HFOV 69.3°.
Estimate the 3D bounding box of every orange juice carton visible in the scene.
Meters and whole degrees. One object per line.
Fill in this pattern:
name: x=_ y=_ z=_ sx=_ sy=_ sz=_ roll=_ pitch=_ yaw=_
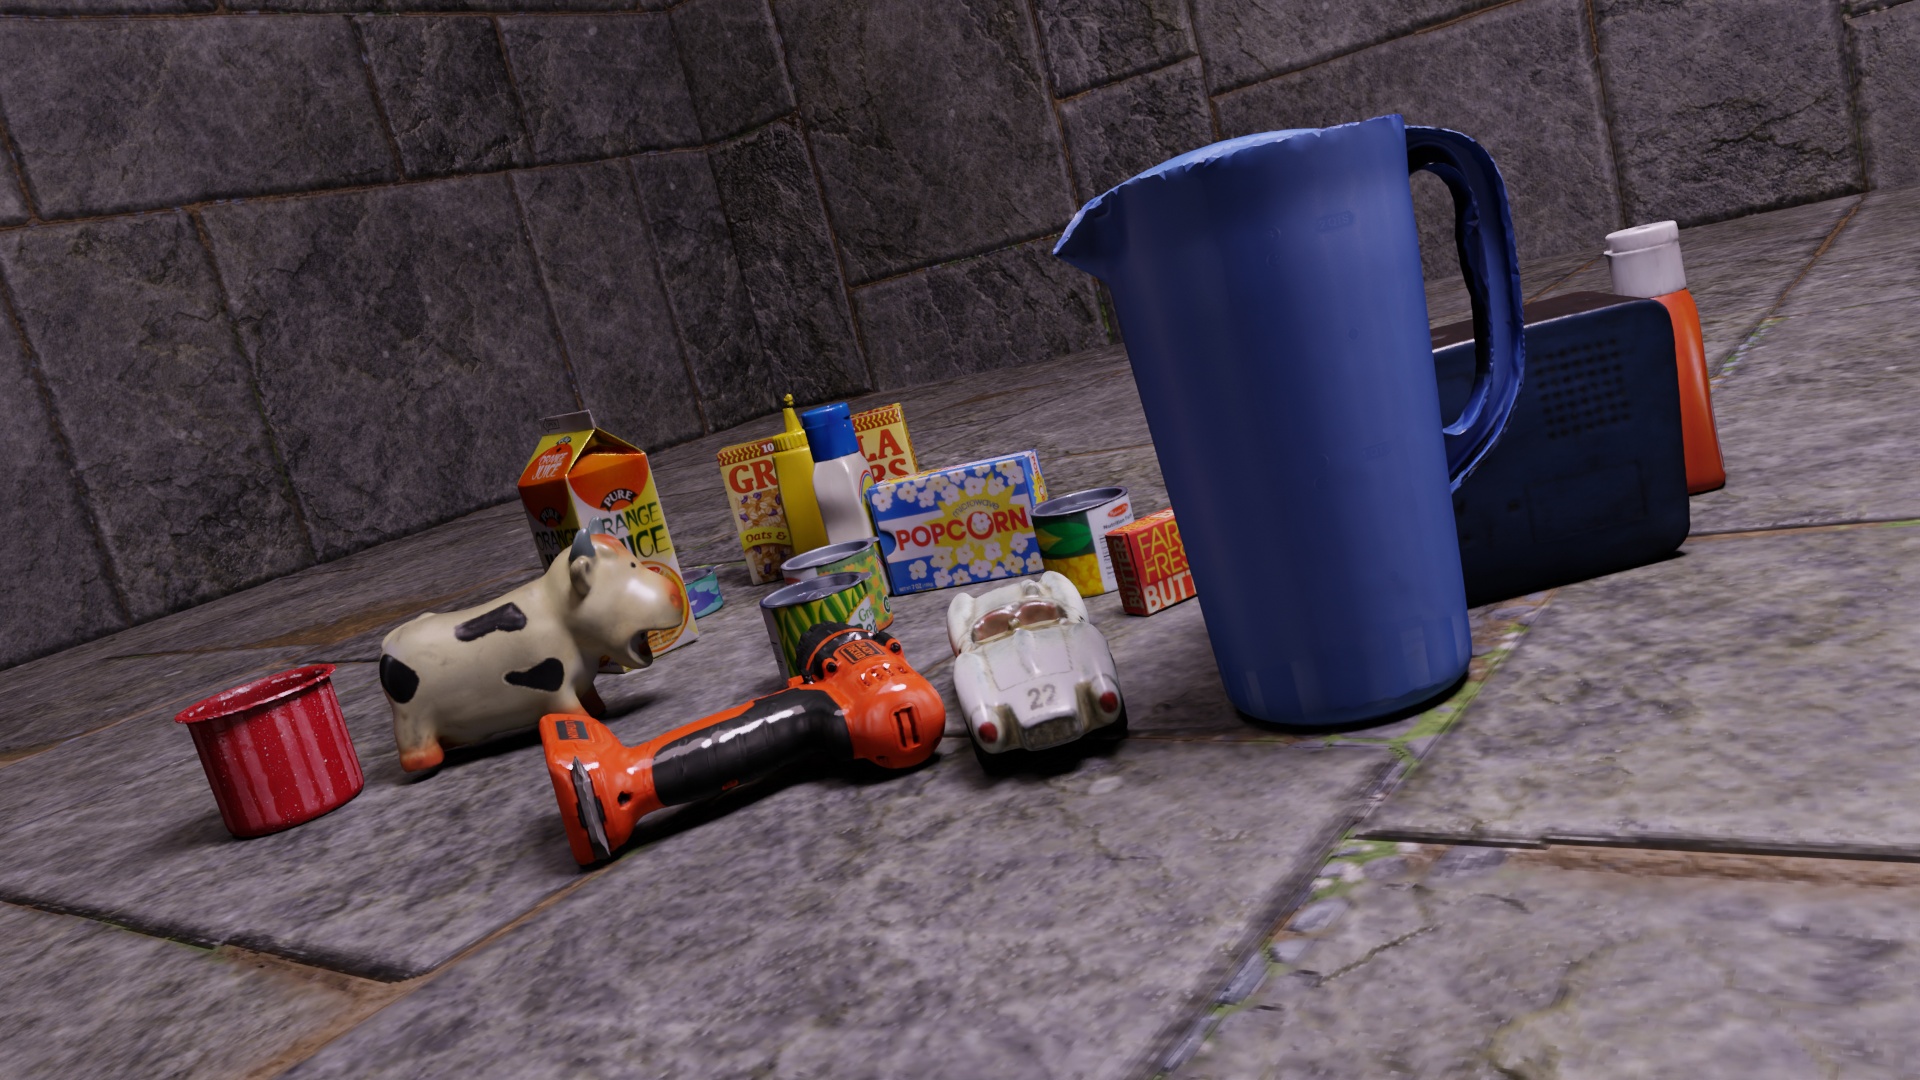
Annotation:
orange juice carton: x=-0.270 y=-0.003 z=1.046 sx=0.071 sy=0.192 sz=0.073 roll=-5 pitch=14 yaw=45

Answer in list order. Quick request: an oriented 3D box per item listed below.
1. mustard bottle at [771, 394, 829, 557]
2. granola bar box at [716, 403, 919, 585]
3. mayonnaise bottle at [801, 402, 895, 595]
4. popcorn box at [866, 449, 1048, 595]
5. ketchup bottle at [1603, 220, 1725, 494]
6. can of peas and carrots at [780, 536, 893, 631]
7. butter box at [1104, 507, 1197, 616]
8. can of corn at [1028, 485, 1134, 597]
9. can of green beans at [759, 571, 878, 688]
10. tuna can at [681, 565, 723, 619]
mustard bottle: x=-0.123 y=-0.042 z=1.143 sx=0.049 sy=0.160 sz=0.065 roll=-12 pitch=10 yaw=13
granola bar box: x=-0.117 y=-0.041 z=1.225 sx=0.165 sy=0.124 sz=0.039 roll=-14 pitch=10 yaw=6
mayonnaise bottle: x=-0.083 y=-0.028 z=1.049 sx=0.041 sy=0.147 sz=0.065 roll=-12 pitch=10 yaw=16
popcorn box: x=0.004 y=-0.013 z=1.020 sx=0.126 sy=0.085 sz=0.038 roll=-10 pitch=11 yaw=23
ketchup bottle: x=0.394 y=-0.102 z=0.782 sx=0.043 sy=0.148 sz=0.065 roll=-12 pitch=10 yaw=14
can of peas and carrots: x=-0.082 y=0.035 z=0.958 sx=0.071 sy=0.058 sz=0.071 roll=-14 pitch=10 yaw=3
butter box: x=0.139 y=0.004 z=0.835 sx=0.104 sy=0.053 sz=0.024 roll=-20 pitch=11 yaw=-26
can of corn: x=0.082 y=0.001 z=0.914 sx=0.071 sy=0.058 sz=0.071 roll=-14 pitch=10 yaw=3
can of green beans: x=-0.084 y=0.056 z=0.853 sx=0.071 sy=0.057 sz=0.071 roll=-14 pitch=10 yaw=3
tuna can: x=-0.234 y=0.047 z=1.173 sx=0.071 sy=0.032 sz=0.071 roll=-14 pitch=10 yaw=3
